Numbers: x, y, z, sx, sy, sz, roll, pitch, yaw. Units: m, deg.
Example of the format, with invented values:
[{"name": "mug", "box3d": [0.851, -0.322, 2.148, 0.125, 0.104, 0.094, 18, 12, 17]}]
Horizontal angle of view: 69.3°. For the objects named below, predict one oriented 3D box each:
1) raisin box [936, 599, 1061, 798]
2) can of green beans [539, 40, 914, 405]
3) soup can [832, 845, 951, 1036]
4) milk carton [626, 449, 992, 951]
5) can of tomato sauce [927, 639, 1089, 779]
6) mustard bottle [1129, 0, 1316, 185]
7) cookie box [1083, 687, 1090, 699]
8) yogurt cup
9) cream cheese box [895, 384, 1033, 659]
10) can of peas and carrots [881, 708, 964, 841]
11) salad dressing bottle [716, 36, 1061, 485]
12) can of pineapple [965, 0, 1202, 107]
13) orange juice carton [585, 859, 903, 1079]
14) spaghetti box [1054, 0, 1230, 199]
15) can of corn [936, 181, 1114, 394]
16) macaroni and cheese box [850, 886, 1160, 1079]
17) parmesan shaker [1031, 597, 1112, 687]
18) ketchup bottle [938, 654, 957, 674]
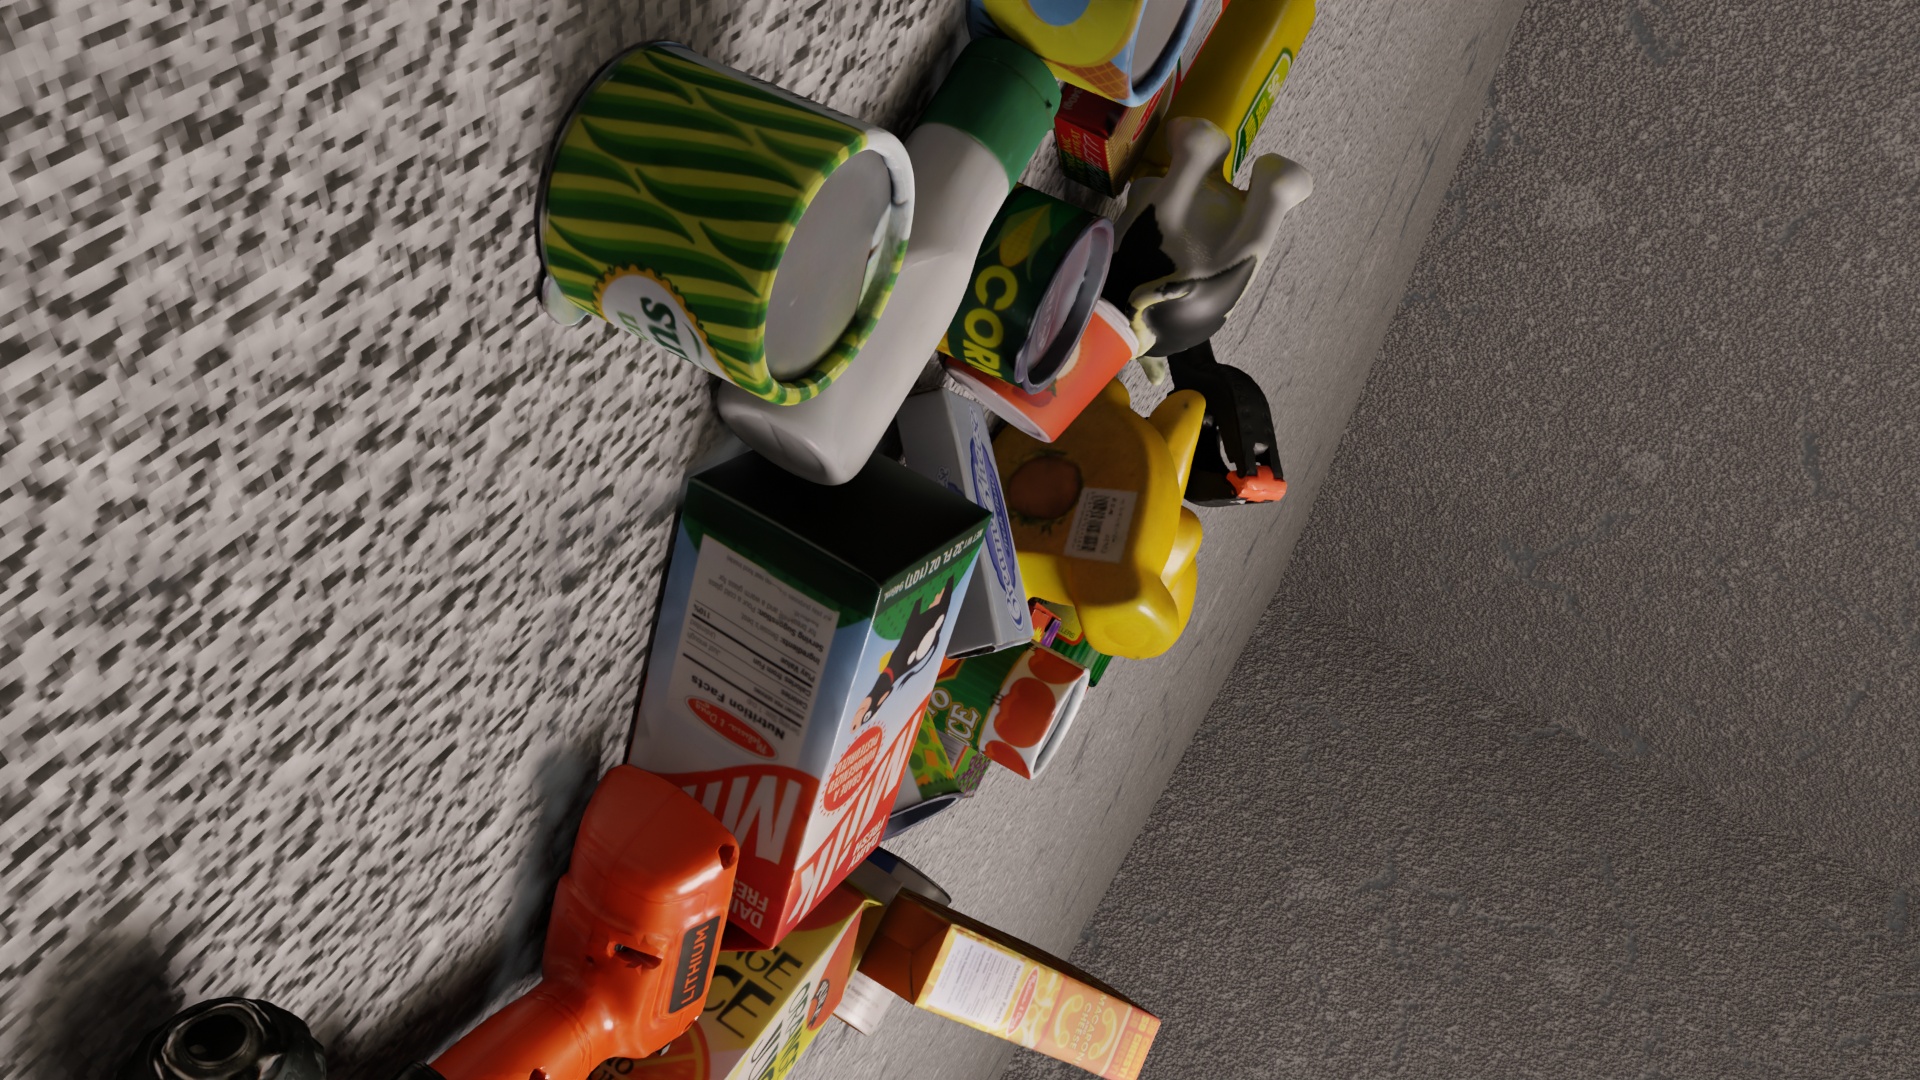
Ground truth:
[{"name": "raisin box", "box3d": [0.010, 0.088, 0.807, 0.123, 0.040, 0.086, -63, 164, -2]}, {"name": "can of green beans", "box3d": [-0.051, -0.071, 0.317, 0.071, 0.058, 0.071, -55, 162, -27]}, {"name": "soup can", "box3d": [-0.056, 0.213, 0.753, 0.084, 0.071, 0.071, -56, 163, -20]}, {"name": "milk carton", "box3d": [-0.061, 0.064, 0.473, 0.072, 0.073, 0.189, -33, 147, -56]}, {"name": "can of tomato sauce", "box3d": [0.015, 0.079, 0.725, 0.071, 0.083, 0.071, -55, 162, -27]}, {"name": "mustard bottle", "box3d": [0.135, -0.234, 0.671, 0.160, 0.049, 0.065, -61, 167, -7]}, {"name": "cookie box", "box3d": [0.105, 0.035, 1.022, 0.167, 0.040, 0.123, -63, 164, -1]}, {"name": "yogurt cup", "box3d": [0.030, -0.076, 0.564, 0.054, 0.072, 0.072, -55, 164, -2]}, {"name": "cream cheese box", "box3d": [0.002, -0.007, 0.548, 0.053, 0.024, 0.104, 4, 73, -72]}, {"name": "can of peas and carrots", "box3d": [-0.039, 0.091, 0.568, 0.071, 0.059, 0.070, -22, 164, -6]}, {"name": "salad dressing bottle", "box3d": [-0.018, -0.088, 0.427, 0.148, 0.044, 0.064, -60, 162, -17]}, {"name": "can of pineapple", "box3d": [0.042, -0.178, 0.445, 0.071, 0.058, 0.070, -56, 163, -26]}, {"name": "orange juice carton", "box3d": [-0.099, 0.180, 0.540, 0.194, 0.072, 0.072, -46, 157, -47]}, {"name": "spaghetti box", "box3d": [0.111, -0.261, 0.587, 0.250, 0.029, 0.050, -61, 164, -10]}, {"name": "can of corn", "box3d": [0.012, -0.091, 0.487, 0.071, 0.058, 0.070, -55, 163, -27]}, {"name": "macaroni and cheese box", "box3d": [0.001, 0.203, 0.669, 0.166, 0.124, 0.040, 36, 75, -40]}, {"name": "parmesan shaker", "box3d": [0.087, 0.037, 0.912, 0.103, 0.071, 0.071, -60, 164, -12]}, {"name": "ketchup bottle", "box3d": [-0.027, 0.023, 0.570, 0.065, 0.043, 0.148, -56, 164, -2]}]
